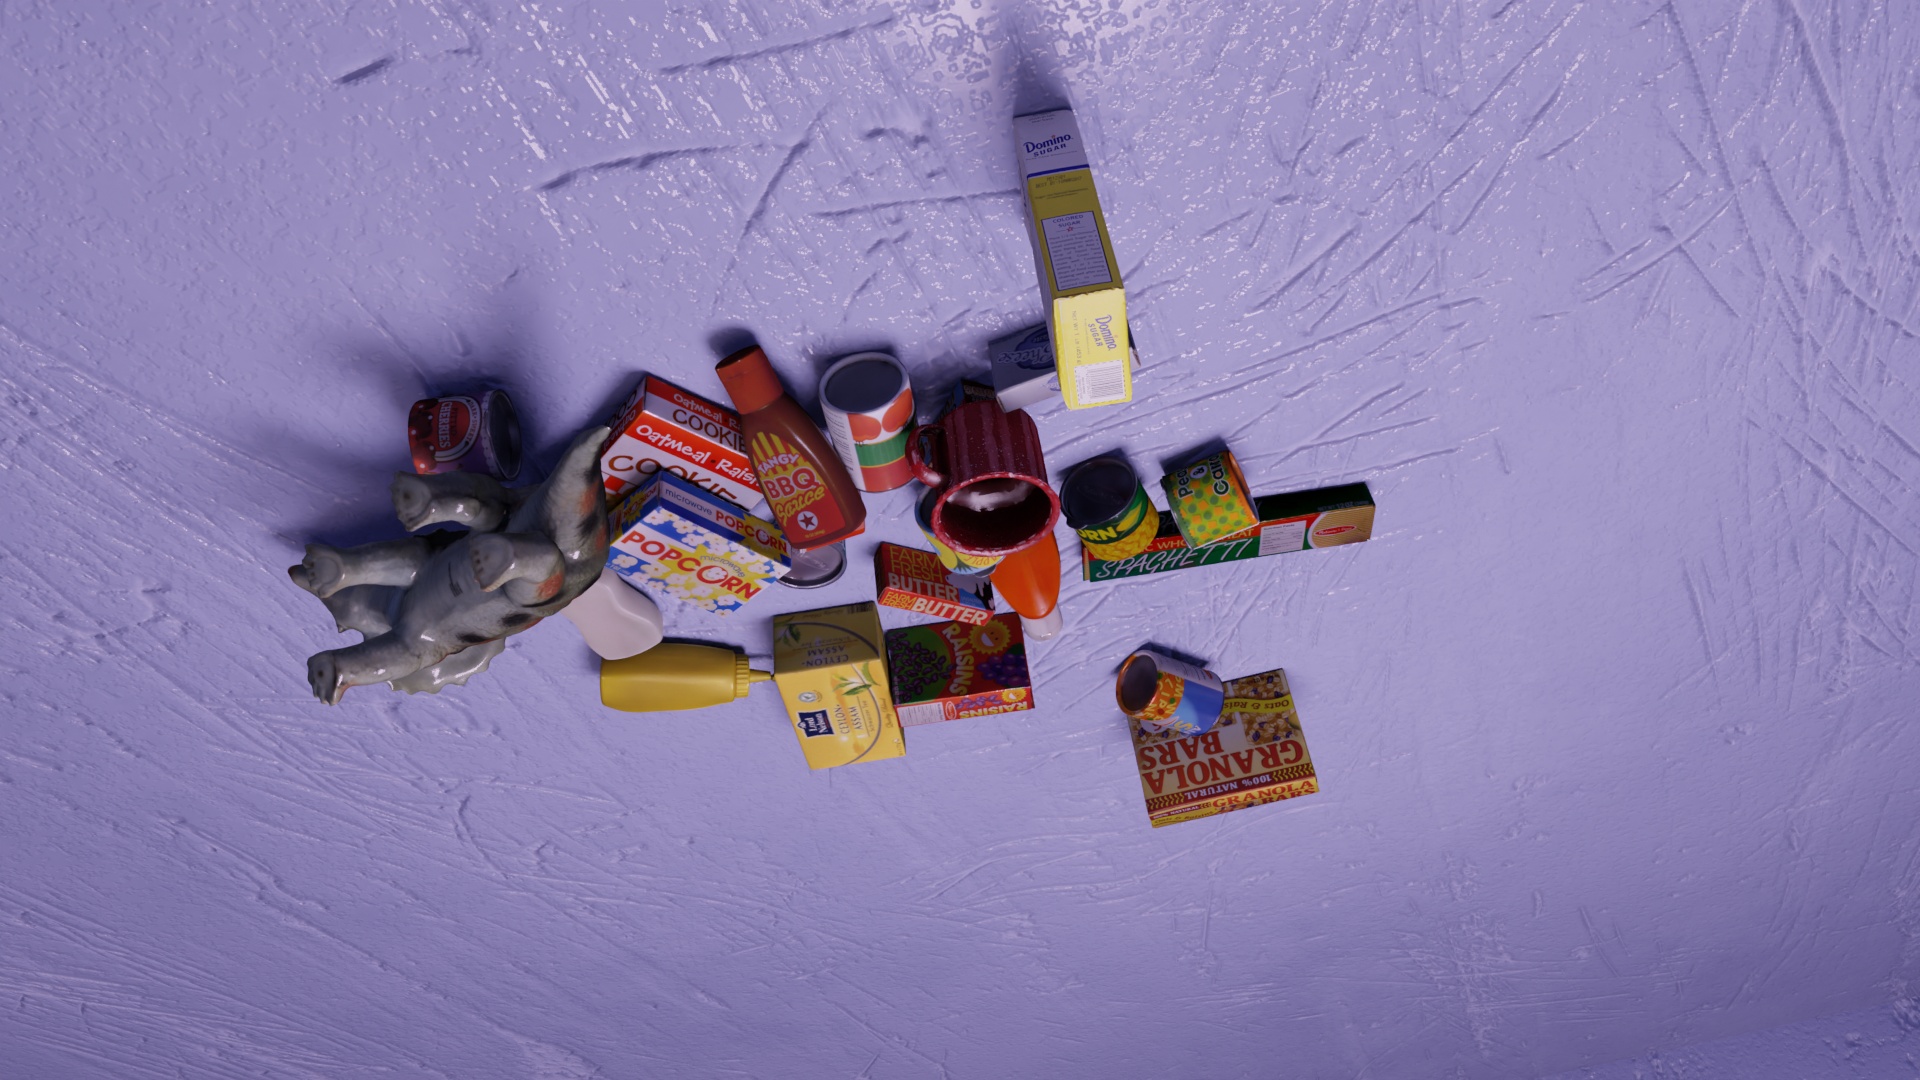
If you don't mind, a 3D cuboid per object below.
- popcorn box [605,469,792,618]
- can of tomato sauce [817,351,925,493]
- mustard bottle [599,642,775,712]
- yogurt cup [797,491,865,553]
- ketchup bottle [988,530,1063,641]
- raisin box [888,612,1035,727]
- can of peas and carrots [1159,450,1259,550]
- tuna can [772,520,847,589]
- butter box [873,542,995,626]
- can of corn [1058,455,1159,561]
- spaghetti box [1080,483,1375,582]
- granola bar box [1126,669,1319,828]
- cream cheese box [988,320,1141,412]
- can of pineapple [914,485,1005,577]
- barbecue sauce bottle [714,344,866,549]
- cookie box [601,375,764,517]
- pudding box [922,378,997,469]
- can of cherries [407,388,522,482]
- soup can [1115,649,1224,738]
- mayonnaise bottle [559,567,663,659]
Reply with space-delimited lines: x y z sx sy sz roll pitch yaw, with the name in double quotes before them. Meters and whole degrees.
"popcorn box" -0.203 0.005 1.057 0.085 0.038 0.126 -35 134 30
"can of tomato sauce" -0.062 -0.087 1.014 0.071 0.071 0.082 -9 140 2
"mustard bottle" -0.241 0.123 1.250 0.160 0.049 0.065 1 140 -12
"yogurt cup" -0.105 -0.028 1.081 0.054 0.073 0.072 -11 141 -9
"ketchup bottle" 0.058 0.033 1.195 0.065 0.044 0.148 -16 140 4
"raisin box" 0.000 0.117 1.254 0.123 0.086 0.039 -8 139 1
"can of peas and carrots" 0.201 -0.035 1.121 0.058 0.071 0.070 -23 138 16
"tuna can" -0.125 0.007 1.141 0.071 0.033 0.070 -5 141 -4
"butter box" -0.023 0.037 1.180 0.103 0.053 0.024 13 134 -23
"can of corn" 0.119 -0.023 1.117 0.071 0.071 0.058 -21 139 16
"spaghetti box" 0.226 -0.006 1.188 0.250 0.029 0.050 -8 141 1
"granola bar box" 0.255 0.205 1.373 0.165 0.125 0.039 -14 141 8
"cream cheese box" 0.073 -0.132 0.991 0.104 0.053 0.024 -18 141 12
"can of pineapple" 0.004 -0.014 1.110 0.071 0.071 0.057 -18 139 12
"barbecue sauce bottle" -0.126 -0.068 0.999 0.065 0.044 0.148 -16 112 26
"cookie box" -0.229 -0.042 1.061 0.123 0.040 0.166 24 132 -33
"pudding box" 0.007 -0.081 1.059 0.050 0.030 0.083 11 137 -23
"can of cherries" -0.350 -0.072 0.981 0.058 0.072 0.071 -7 141 1
"soup can" 0.200 0.150 1.339 0.084 0.072 0.071 20 133 -29
"mayonnaise bottle" -0.307 0.043 1.150 0.065 0.041 0.147 -19 138 11
